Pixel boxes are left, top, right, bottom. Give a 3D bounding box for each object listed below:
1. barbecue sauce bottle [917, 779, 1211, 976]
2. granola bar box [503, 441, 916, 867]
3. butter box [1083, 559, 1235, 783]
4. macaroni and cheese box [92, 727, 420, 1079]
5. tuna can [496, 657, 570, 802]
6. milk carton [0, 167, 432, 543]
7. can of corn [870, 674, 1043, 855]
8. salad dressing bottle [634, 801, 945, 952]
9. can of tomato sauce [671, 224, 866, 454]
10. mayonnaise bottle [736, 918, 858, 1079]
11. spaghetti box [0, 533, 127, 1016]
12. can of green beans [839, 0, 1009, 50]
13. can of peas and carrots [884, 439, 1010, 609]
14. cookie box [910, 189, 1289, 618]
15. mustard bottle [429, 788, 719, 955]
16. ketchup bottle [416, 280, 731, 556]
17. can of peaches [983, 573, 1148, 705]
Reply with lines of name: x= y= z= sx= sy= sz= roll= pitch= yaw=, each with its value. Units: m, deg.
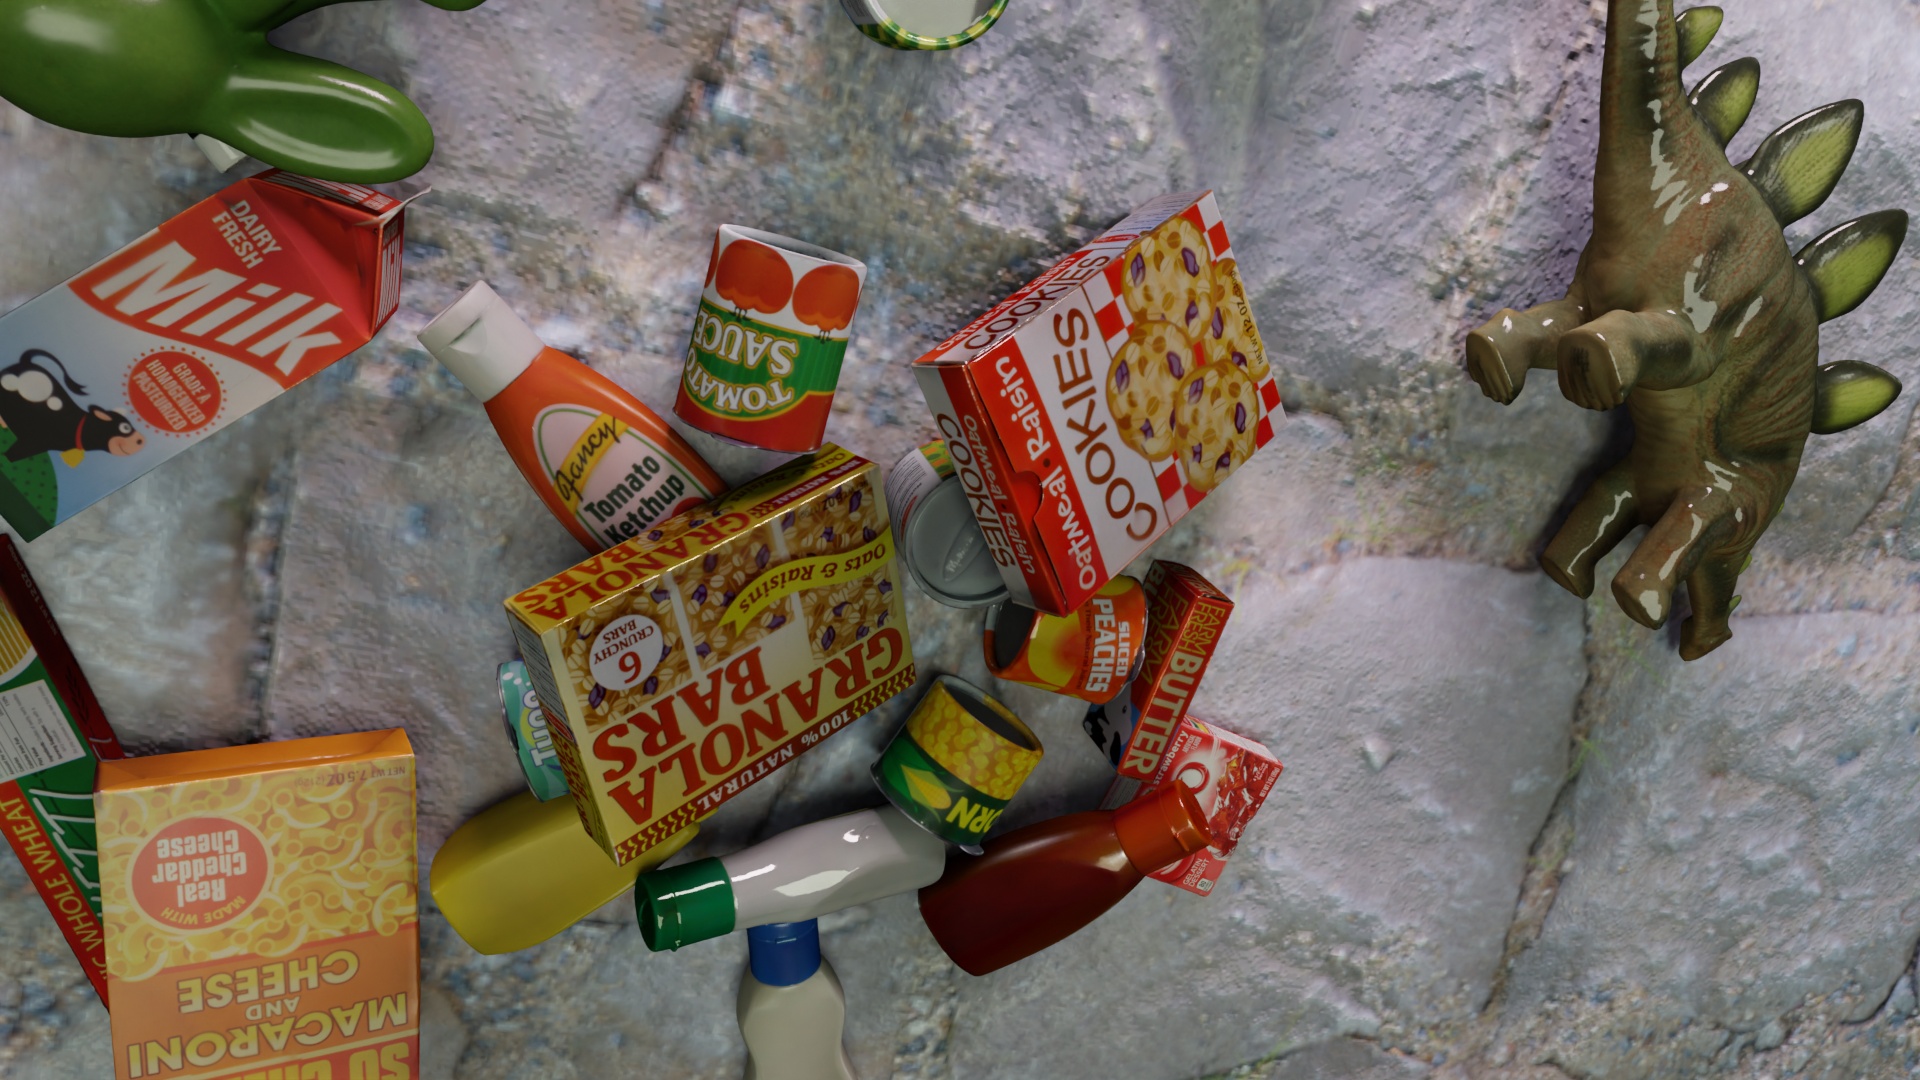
barbecue sauce bottle: x=0.055 y=0.169 z=0.712 sx=0.148 sy=0.044 sz=0.064 roll=-29 pitch=112 yaw=16
granola bar box: x=-0.101 y=0.046 z=0.609 sx=0.166 sy=0.039 sz=0.123 roll=-29 pitch=127 yaw=-31
butter box: x=0.099 y=0.065 z=0.704 sx=0.024 sy=0.053 sz=0.103 roll=17 pitch=104 yaw=-21
macaroni and cheese box: x=-0.309 y=0.174 z=0.620 sx=0.124 sy=0.040 sz=0.166 roll=-3 pitch=104 yaw=-28
tuna can: x=-0.183 y=0.082 z=0.627 sx=0.033 sy=0.071 sz=0.070 roll=-17 pitch=112 yaw=-9
milk carton: x=-0.291 y=-0.086 z=0.538 sx=0.191 sy=0.072 sz=0.073 roll=-31 pitch=113 yaw=-3
can of corn: x=0.001 y=0.110 z=0.685 sx=0.071 sy=0.071 sz=0.058 roll=33 pitch=98 yaw=-22
salad dressing bottle: x=-0.081 y=0.162 z=0.673 sx=0.148 sy=0.044 sz=0.064 roll=-8 pitch=152 yaw=-29
can of tomato sauce: x=-0.082 y=-0.086 z=0.595 sx=0.071 sy=0.071 sz=0.083 roll=12 pitch=105 yaw=-18
mayonnaise bottle: x=-0.088 y=0.253 z=0.729 sx=0.065 sy=0.041 sz=0.147 roll=-7 pitch=109 yaw=-13
spaghetti box: x=-0.388 y=0.118 z=0.608 sx=0.050 sy=0.029 sz=0.249 roll=-18 pitch=112 yaw=-8
can of green beans: x=-0.015 y=-0.234 z=0.567 sx=0.071 sy=0.058 sz=0.071 roll=-5 pitch=110 yaw=-13
can of peas and carrots: x=0.002 y=-0.008 z=0.650 sx=0.071 sy=0.059 sz=0.070 roll=-5 pitch=111 yaw=-14
cookie box: x=0.069 y=-0.064 z=0.619 sx=0.168 sy=0.040 sz=0.122 roll=-38 pitch=117 yaw=-30
mustard bottle: x=-0.167 y=0.136 z=0.661 sx=0.160 sy=0.049 sz=0.065 roll=-27 pitch=119 yaw=-5
ketchup bottle: x=-0.166 y=-0.045 z=0.602 sx=0.065 sy=0.043 sz=0.148 roll=-43 pitch=113 yaw=-2
can of peaches: x=0.050 y=0.042 z=0.674 sx=0.058 sy=0.071 sz=0.071 roll=17 pitch=104 yaw=-18
